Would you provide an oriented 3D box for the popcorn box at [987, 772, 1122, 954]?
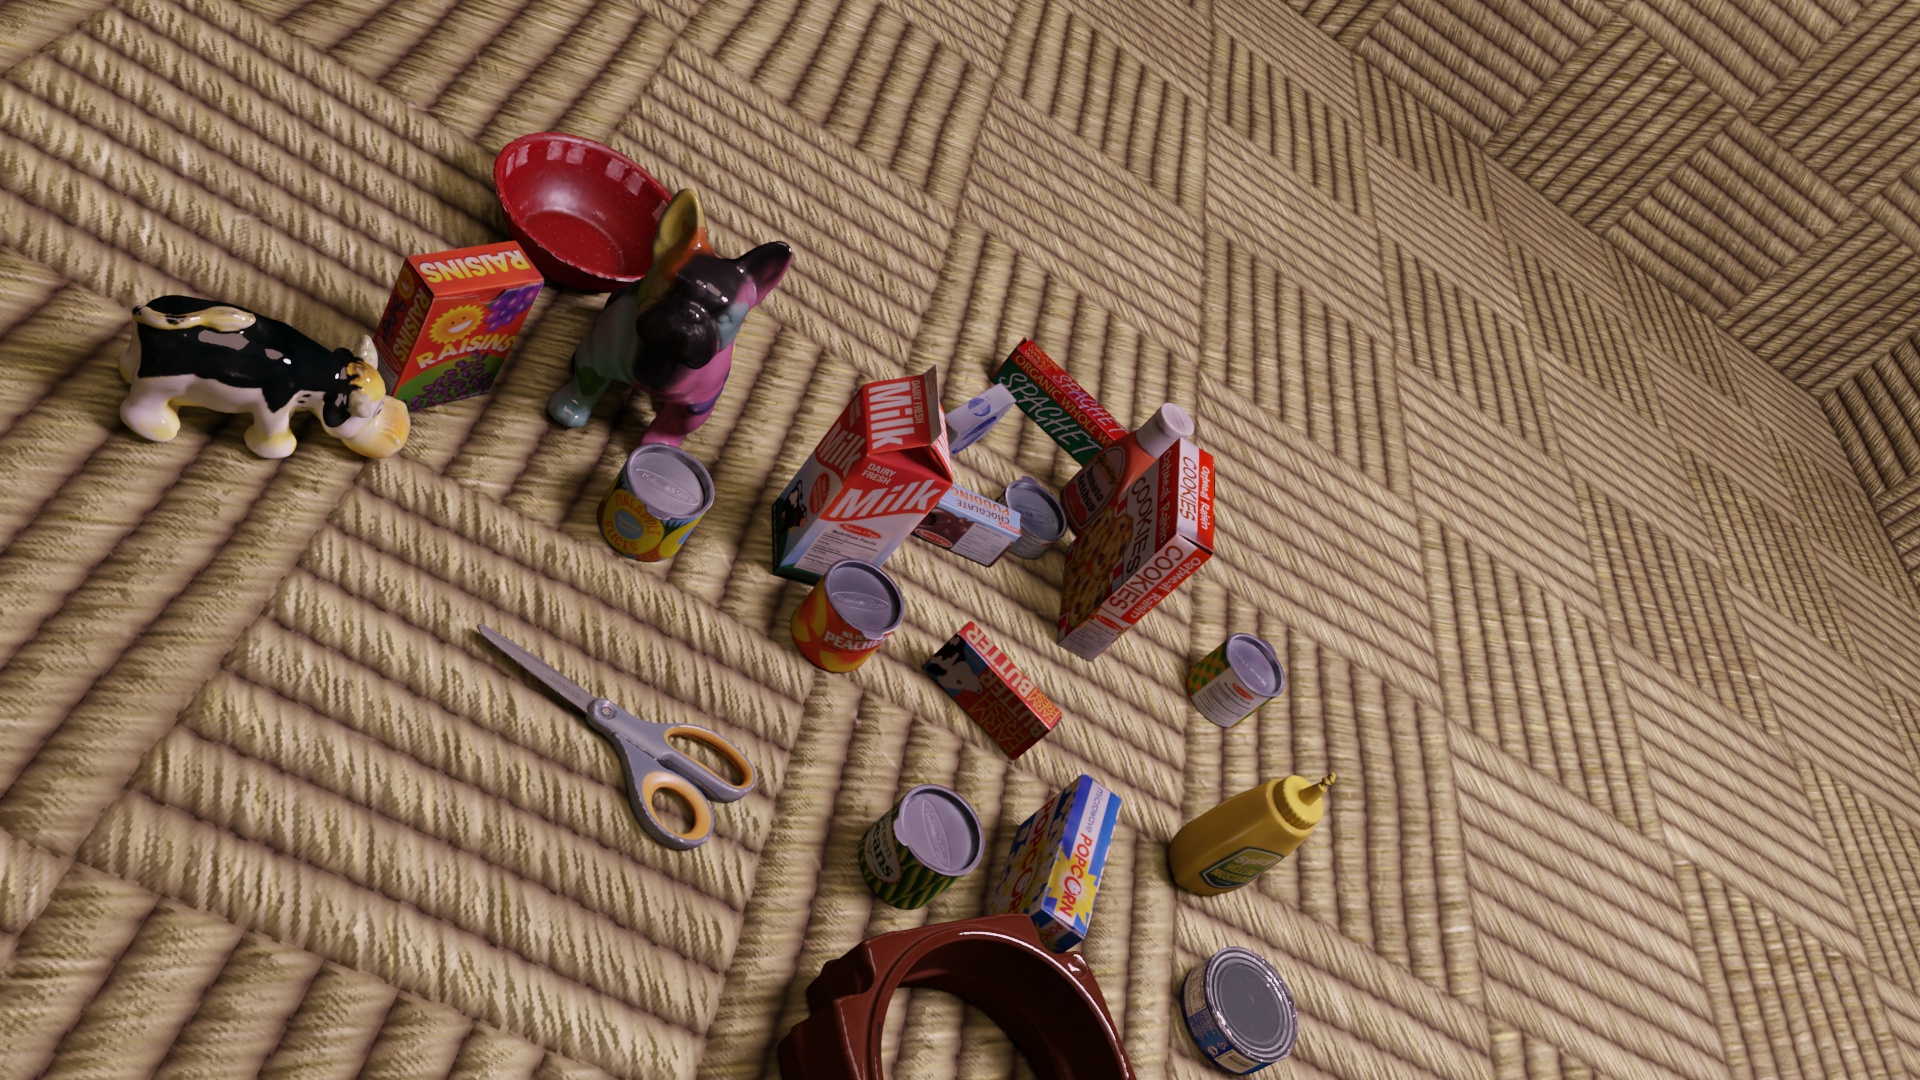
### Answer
[{"bbox_3d":[0.062,0.233,0.963,0.038,0.084,0.127,36,39,-8],"label":"popcorn box"}]

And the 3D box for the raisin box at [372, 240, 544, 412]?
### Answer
[{"bbox_3d":[-0.344,-0.142,0.934,0.086,0.122,0.040,-24,72,-49],"label":"raisin box"}]

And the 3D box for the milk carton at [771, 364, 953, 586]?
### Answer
[{"bbox_3d":[-0.065,-0.046,1.026,0.073,0.189,0.073,18,45,-27],"label":"milk carton"}]

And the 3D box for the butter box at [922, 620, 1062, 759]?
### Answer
[{"bbox_3d":[0.025,0.115,1.064,0.103,0.053,0.024,45,39,3],"label":"butter box"}]

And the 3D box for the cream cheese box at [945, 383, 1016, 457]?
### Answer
[{"bbox_3d":[0.004,-0.102,1.244,0.024,0.053,0.104,47,39,5],"label":"cream cheese box"}]

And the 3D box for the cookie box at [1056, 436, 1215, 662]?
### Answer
[{"bbox_3d":[0.149,0.008,1.174,0.040,0.166,0.123,29,41,-17],"label":"cookie box"}]

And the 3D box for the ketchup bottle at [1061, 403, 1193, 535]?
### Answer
[{"bbox_3d":[0.152,-0.065,1.258,0.043,0.148,0.065,8,50,-35],"label":"ketchup bottle"}]

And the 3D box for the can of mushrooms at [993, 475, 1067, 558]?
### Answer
[{"bbox_3d":[0.059,-0.020,1.231,0.071,0.033,0.071,23,43,-23],"label":"can of mushrooms"}]

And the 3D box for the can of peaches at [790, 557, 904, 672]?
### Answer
[{"bbox_3d":[-0.083,0.058,1.022,0.071,0.057,0.071,23,43,-23],"label":"can of peaches"}]

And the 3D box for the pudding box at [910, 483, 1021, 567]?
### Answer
[{"bbox_3d":[0.004,-0.015,1.167,0.084,0.049,0.030,23,43,-22],"label":"pudding box"}]

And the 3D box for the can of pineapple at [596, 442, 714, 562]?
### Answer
[{"bbox_3d":[-0.218,-0.026,0.986,0.071,0.057,0.071,23,43,-23],"label":"can of pineapple"}]

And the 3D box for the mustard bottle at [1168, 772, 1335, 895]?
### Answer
[{"bbox_3d":[0.226,0.218,1.054,0.065,0.159,0.049,19,45,-27],"label":"mustard bottle"}]

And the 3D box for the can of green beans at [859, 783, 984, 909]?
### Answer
[{"bbox_3d":[-0.027,0.206,0.935,0.071,0.057,0.071,23,43,-23],"label":"can of green beans"}]

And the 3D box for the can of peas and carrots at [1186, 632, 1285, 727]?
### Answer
[{"bbox_3d":[0.245,0.123,1.236,0.071,0.058,0.071,23,43,-23],"label":"can of peas and carrots"}]

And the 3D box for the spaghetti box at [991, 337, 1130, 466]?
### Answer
[{"bbox_3d":[0.136,-0.094,1.349,0.250,0.050,0.029,43,39,1],"label":"spaghetti box"}]
